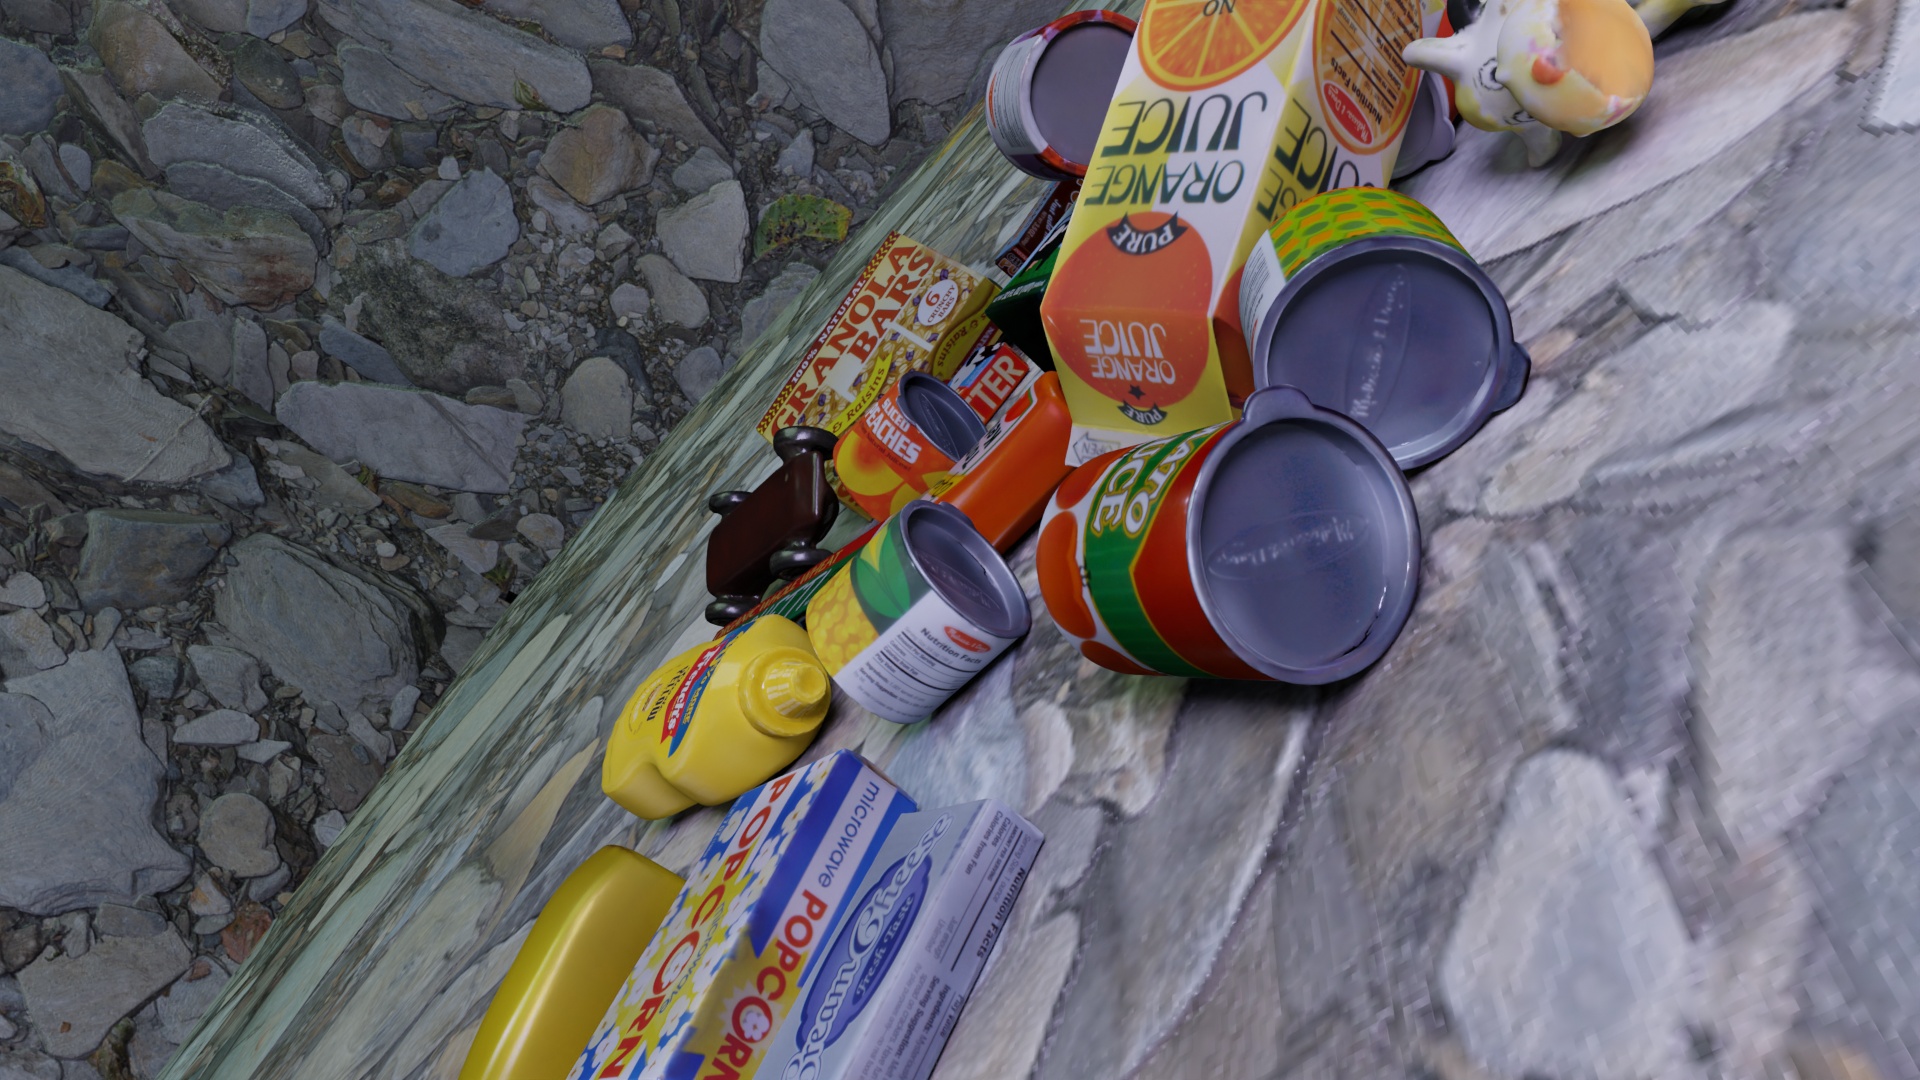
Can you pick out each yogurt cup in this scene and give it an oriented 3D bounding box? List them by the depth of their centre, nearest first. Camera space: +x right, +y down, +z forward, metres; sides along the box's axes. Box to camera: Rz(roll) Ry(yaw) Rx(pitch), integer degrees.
[{"bbox_3d":[0.168,-0.183,0.540,0.054,0.072,0.072,-47,13,-26],"label":"yogurt cup"}]

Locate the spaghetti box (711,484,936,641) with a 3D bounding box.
[{"bbox_3d":[-0.079,0.039,0.750,0.249,0.028,0.050,-31,22,48],"label":"spaghetti box"}]

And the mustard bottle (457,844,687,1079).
[{"bbox_3d":[-0.153,0.194,0.516,0.048,0.065,0.161,-11,44,60],"label":"mustard bottle"}]

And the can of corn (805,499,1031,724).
[{"bbox_3d":[-0.017,0.026,0.534,0.058,0.071,0.071,-43,16,23],"label":"can of corn"}]

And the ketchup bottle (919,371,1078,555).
[{"bbox_3d":[0.002,-0.008,0.608,0.148,0.043,0.065,-45,5,17],"label":"ketchup bottle"}]

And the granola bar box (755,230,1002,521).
[{"bbox_3d":[-0.051,-0.110,0.892,0.165,0.039,0.124,-55,39,3],"label":"granola bar box"}]

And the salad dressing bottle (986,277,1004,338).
[{"bbox_3d":[-0.022,-0.114,0.936,0.147,0.044,0.064,-42,21,19],"label":"salad dressing bottle"}]

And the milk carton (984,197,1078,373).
[{"bbox_3d":[0.104,-0.152,0.619,0.191,0.073,0.072,-52,16,-11],"label":"milk carton"}]

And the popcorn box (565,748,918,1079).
[{"bbox_3d":[-0.073,0.138,0.475,0.085,0.038,0.127,-30,24,49],"label":"popcorn box"}]

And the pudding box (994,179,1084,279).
[{"bbox_3d":[0.063,-0.187,0.863,0.030,0.049,0.084,-30,23,55],"label":"pudding box"}]

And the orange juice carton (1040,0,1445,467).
[{"bbox_3d":[0.090,-0.111,0.467,0.072,0.073,0.193,13,81,45],"label":"orange juice carton"}]

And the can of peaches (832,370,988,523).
[{"bbox_3d":[-0.027,-0.047,0.732,0.058,0.071,0.071,-42,17,28],"label":"can of peaches"}]

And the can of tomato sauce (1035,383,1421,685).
[{"bbox_3d":[0.065,0.002,0.362,0.071,0.071,0.083,-54,15,-17],"label":"can of tomato sauce"}]

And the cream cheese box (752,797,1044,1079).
[{"bbox_3d":[-0.019,0.122,0.391,0.053,0.024,0.104,-28,26,54],"label":"cream cheese box"}]

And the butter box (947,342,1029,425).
[{"bbox_3d":[-0.006,-0.070,0.818,0.103,0.024,0.053,-51,15,-9],"label":"butter box"}]

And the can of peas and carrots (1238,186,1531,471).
[{"bbox_3d":[0.115,-0.060,0.386,0.070,0.071,0.059,-42,16,23],"label":"can of peas and carrots"}]

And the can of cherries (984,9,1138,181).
[{"bbox_3d":[0.051,-0.186,0.583,0.071,0.071,0.058,-49,18,1],"label":"can of cherries"}]
